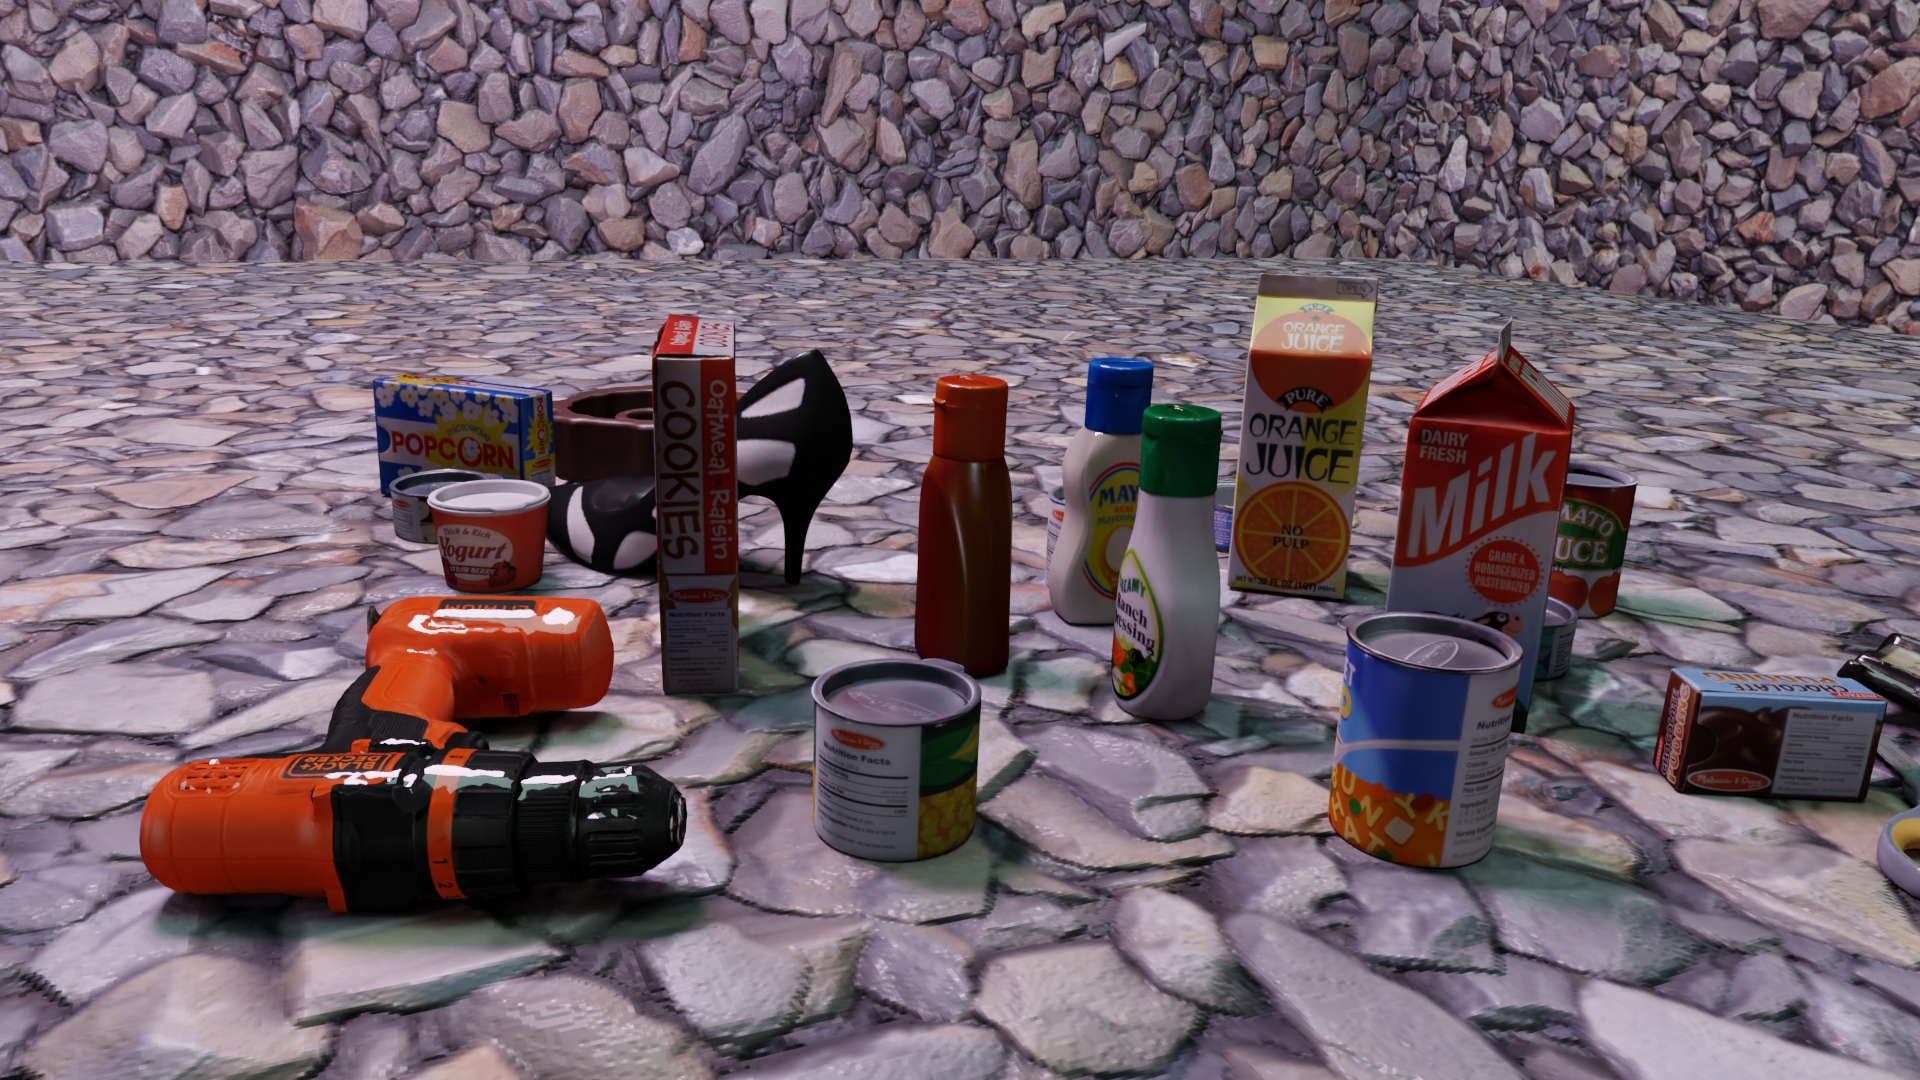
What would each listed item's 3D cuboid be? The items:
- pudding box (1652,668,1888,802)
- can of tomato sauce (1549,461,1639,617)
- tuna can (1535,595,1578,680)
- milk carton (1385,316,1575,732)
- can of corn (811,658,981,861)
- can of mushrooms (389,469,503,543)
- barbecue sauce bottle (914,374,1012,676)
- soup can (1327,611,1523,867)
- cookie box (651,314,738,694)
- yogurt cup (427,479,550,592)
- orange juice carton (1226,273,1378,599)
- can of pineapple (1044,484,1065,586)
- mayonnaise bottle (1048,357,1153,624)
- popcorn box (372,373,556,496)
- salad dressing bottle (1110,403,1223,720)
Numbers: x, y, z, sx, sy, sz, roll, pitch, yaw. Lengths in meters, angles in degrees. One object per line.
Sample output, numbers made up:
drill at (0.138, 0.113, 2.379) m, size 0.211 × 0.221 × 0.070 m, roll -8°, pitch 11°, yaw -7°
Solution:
pudding box at (0.357, 0.086, 0.615) m, size 0.084 × 0.049 × 0.030 m, roll 3°, pitch 16°, yaw 1°
can of tomato sauce at (0.372, -0.001, 0.850) m, size 0.071 × 0.082 × 0.071 m, roll 2°, pitch 16°, yaw -1°
tuna can at (0.296, 0.049, 0.757) m, size 0.071 × 0.032 × 0.071 m, roll 2°, pitch 17°, yaw -1°
milk carton at (0.255, -0.012, 0.681) m, size 0.073 × 0.189 × 0.072 m, roll 9°, pitch 17°, yaw 22°
can of corn at (-0.024, 0.085, 0.551) m, size 0.071 × 0.058 × 0.071 m, roll 2°, pitch 16°, yaw -1°
can of mushrooms at (-0.336, -0.023, 0.914) m, size 0.071 × 0.033 × 0.071 m, roll 2°, pitch 17°, yaw -1°
barbecue sauce bottle at (0.003, -0.009, 0.711) m, size 0.044 × 0.148 × 0.065 m, roll -6°, pitch 18°, yaw -26°
soup can at (0.183, 0.078, 0.559) m, size 0.071 × 0.083 × 0.071 m, roll 2°, pitch 16°, yaw -1°
cookie box at (-0.134, -0.023, 0.708) m, size 0.040 × 0.166 × 0.123 m, roll -1°, pitch 16°, yaw -10°
yogurt cup at (-0.276, -0.003, 0.818) m, size 0.072 × 0.053 × 0.072 m, roll 2°, pitch 16°, yaw -1°
orange juice carton at (0.211, -0.067, 0.856) m, size 0.072 × 0.192 × 0.073 m, roll 6°, pitch 17°, yaw 14°
can of pineapple at (0.087, 0.000, 0.852) m, size 0.071 × 0.057 × 0.071 m, roll 2°, pitch 16°, yaw -1°
mayonnaise bottle at (0.086, -0.028, 0.786) m, size 0.065 × 0.147 × 0.041 m, roll -3°, pitch 17°, yaw -16°
popcorn box at (-0.346, -0.068, 0.972) m, size 0.127 × 0.085 × 0.038 m, roll 8°, pitch 17°, yaw 19°
salad dressing bottle at (0.100, 0.010, 0.662) m, size 0.044 × 0.147 × 0.064 m, roll -3°, pitch 17°, yaw -17°
